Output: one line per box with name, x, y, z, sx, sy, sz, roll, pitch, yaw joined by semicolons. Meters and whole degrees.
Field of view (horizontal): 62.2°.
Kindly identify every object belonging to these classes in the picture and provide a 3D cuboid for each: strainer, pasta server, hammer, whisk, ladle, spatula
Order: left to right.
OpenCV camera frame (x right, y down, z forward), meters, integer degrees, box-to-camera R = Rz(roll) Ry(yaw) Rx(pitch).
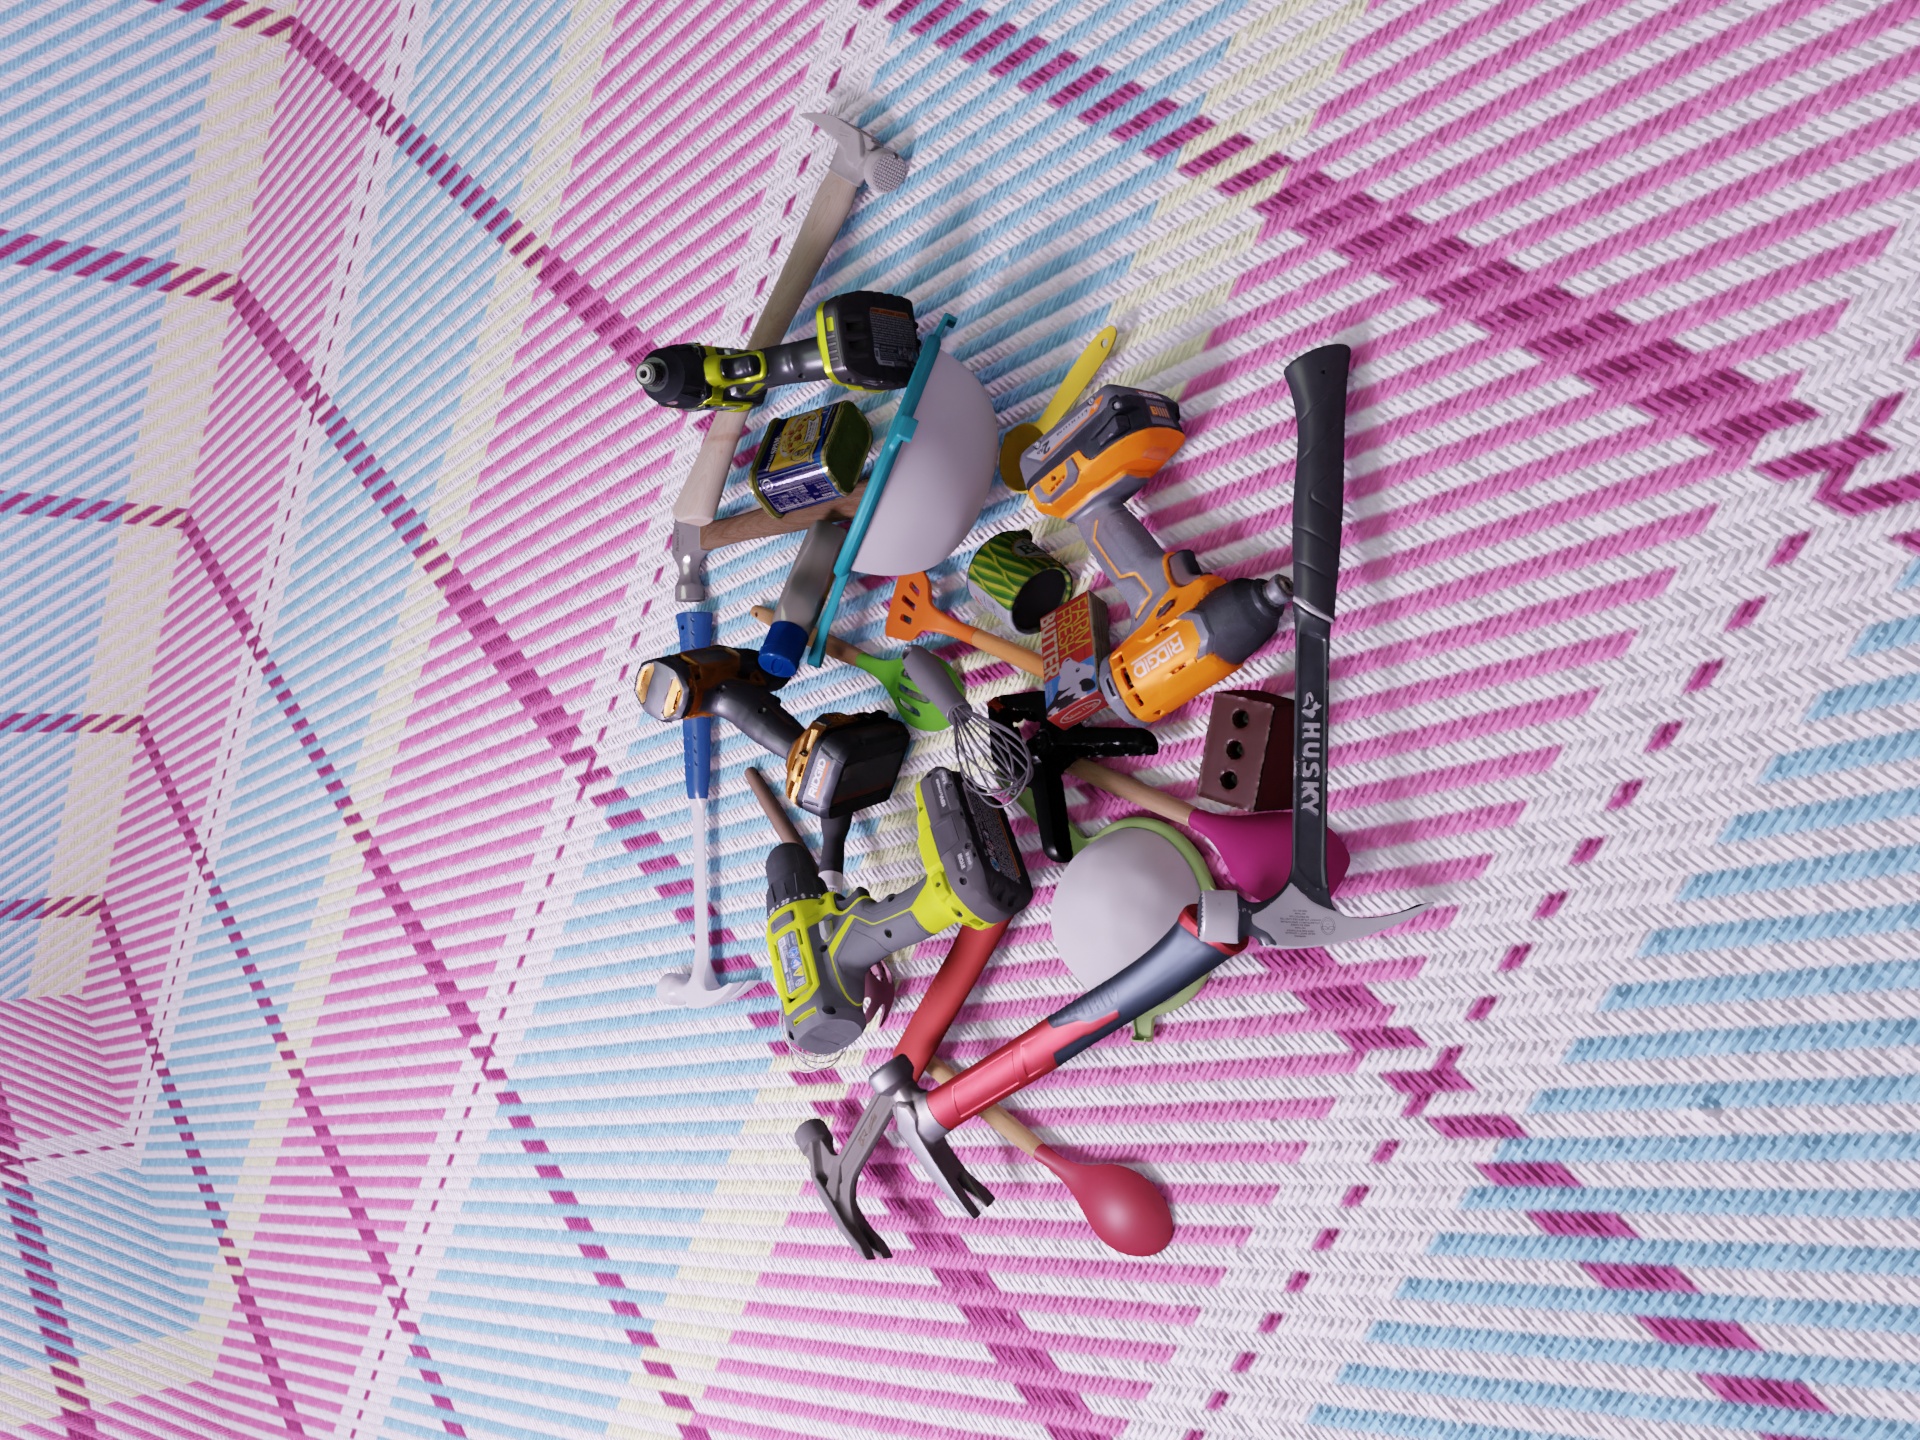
hammer;-0.264;0.091;1.628;0.144;0.035;0.405;-6;85;47
hammer;-0.188;-0.376;1.530;0.146;0.038;0.410;46;116;39
hammer;-0.182;-0.198;1.550;0.331;0.031;0.130;-5;86;46
pasta server;-0.140;0.155;1.491;0.040;0.060;0.317;-47;51;13
whisk;-0.117;0.173;1.403;0.070;0.070;0.285;-32;44;42
strainer;-0.045;-0.157;1.346;0.211;0.095;0.340;-75;8;-49
hammer;-0.031;0.281;1.349;0.149;0.036;0.359;48;118;42
whisk;-0.002;-0.003;1.279;0.239;0.055;0.055;53;127;54
spatula;0.037;-0.061;1.319;0.323;0.041;0.081;27;107;40
ladle;0.049;0.336;1.294;0.316;0.031;0.069;27;111;46
hammer;0.081;0.250;1.184;0.143;0.038;0.386;54;130;6
strainer;0.088;0.117;1.224;0.257;0.069;0.151;48;122;35
hammer;0.240;-0.053;1.057;0.149;0.036;0.409;3;82;5

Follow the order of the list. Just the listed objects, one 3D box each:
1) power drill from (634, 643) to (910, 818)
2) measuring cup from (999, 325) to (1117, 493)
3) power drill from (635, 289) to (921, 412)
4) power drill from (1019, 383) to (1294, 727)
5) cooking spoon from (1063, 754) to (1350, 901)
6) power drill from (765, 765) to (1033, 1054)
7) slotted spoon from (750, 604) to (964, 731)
power drill;-0.157;-0.004;1.444;0.226;0.185;0.084;28;111;24
measuring cup;0.086;-0.247;1.268;0.156;0.029;0.062;-54;53;28
power drill;-0.160;-0.314;1.393;0.223;0.171;0.080;-6;97;24
power drill;0.146;-0.130;1.164;0.164;0.084;0.227;-35;68;39
cooking spoon;0.155;0.064;1.181;0.319;0.017;0.069;24;80;48
power drill;-0.067;0.138;1.297;0.228;0.080;0.191;-35;48;19
slotted spoon;-0.107;-0.061;1.470;0.314;0.031;0.070;26;113;46
